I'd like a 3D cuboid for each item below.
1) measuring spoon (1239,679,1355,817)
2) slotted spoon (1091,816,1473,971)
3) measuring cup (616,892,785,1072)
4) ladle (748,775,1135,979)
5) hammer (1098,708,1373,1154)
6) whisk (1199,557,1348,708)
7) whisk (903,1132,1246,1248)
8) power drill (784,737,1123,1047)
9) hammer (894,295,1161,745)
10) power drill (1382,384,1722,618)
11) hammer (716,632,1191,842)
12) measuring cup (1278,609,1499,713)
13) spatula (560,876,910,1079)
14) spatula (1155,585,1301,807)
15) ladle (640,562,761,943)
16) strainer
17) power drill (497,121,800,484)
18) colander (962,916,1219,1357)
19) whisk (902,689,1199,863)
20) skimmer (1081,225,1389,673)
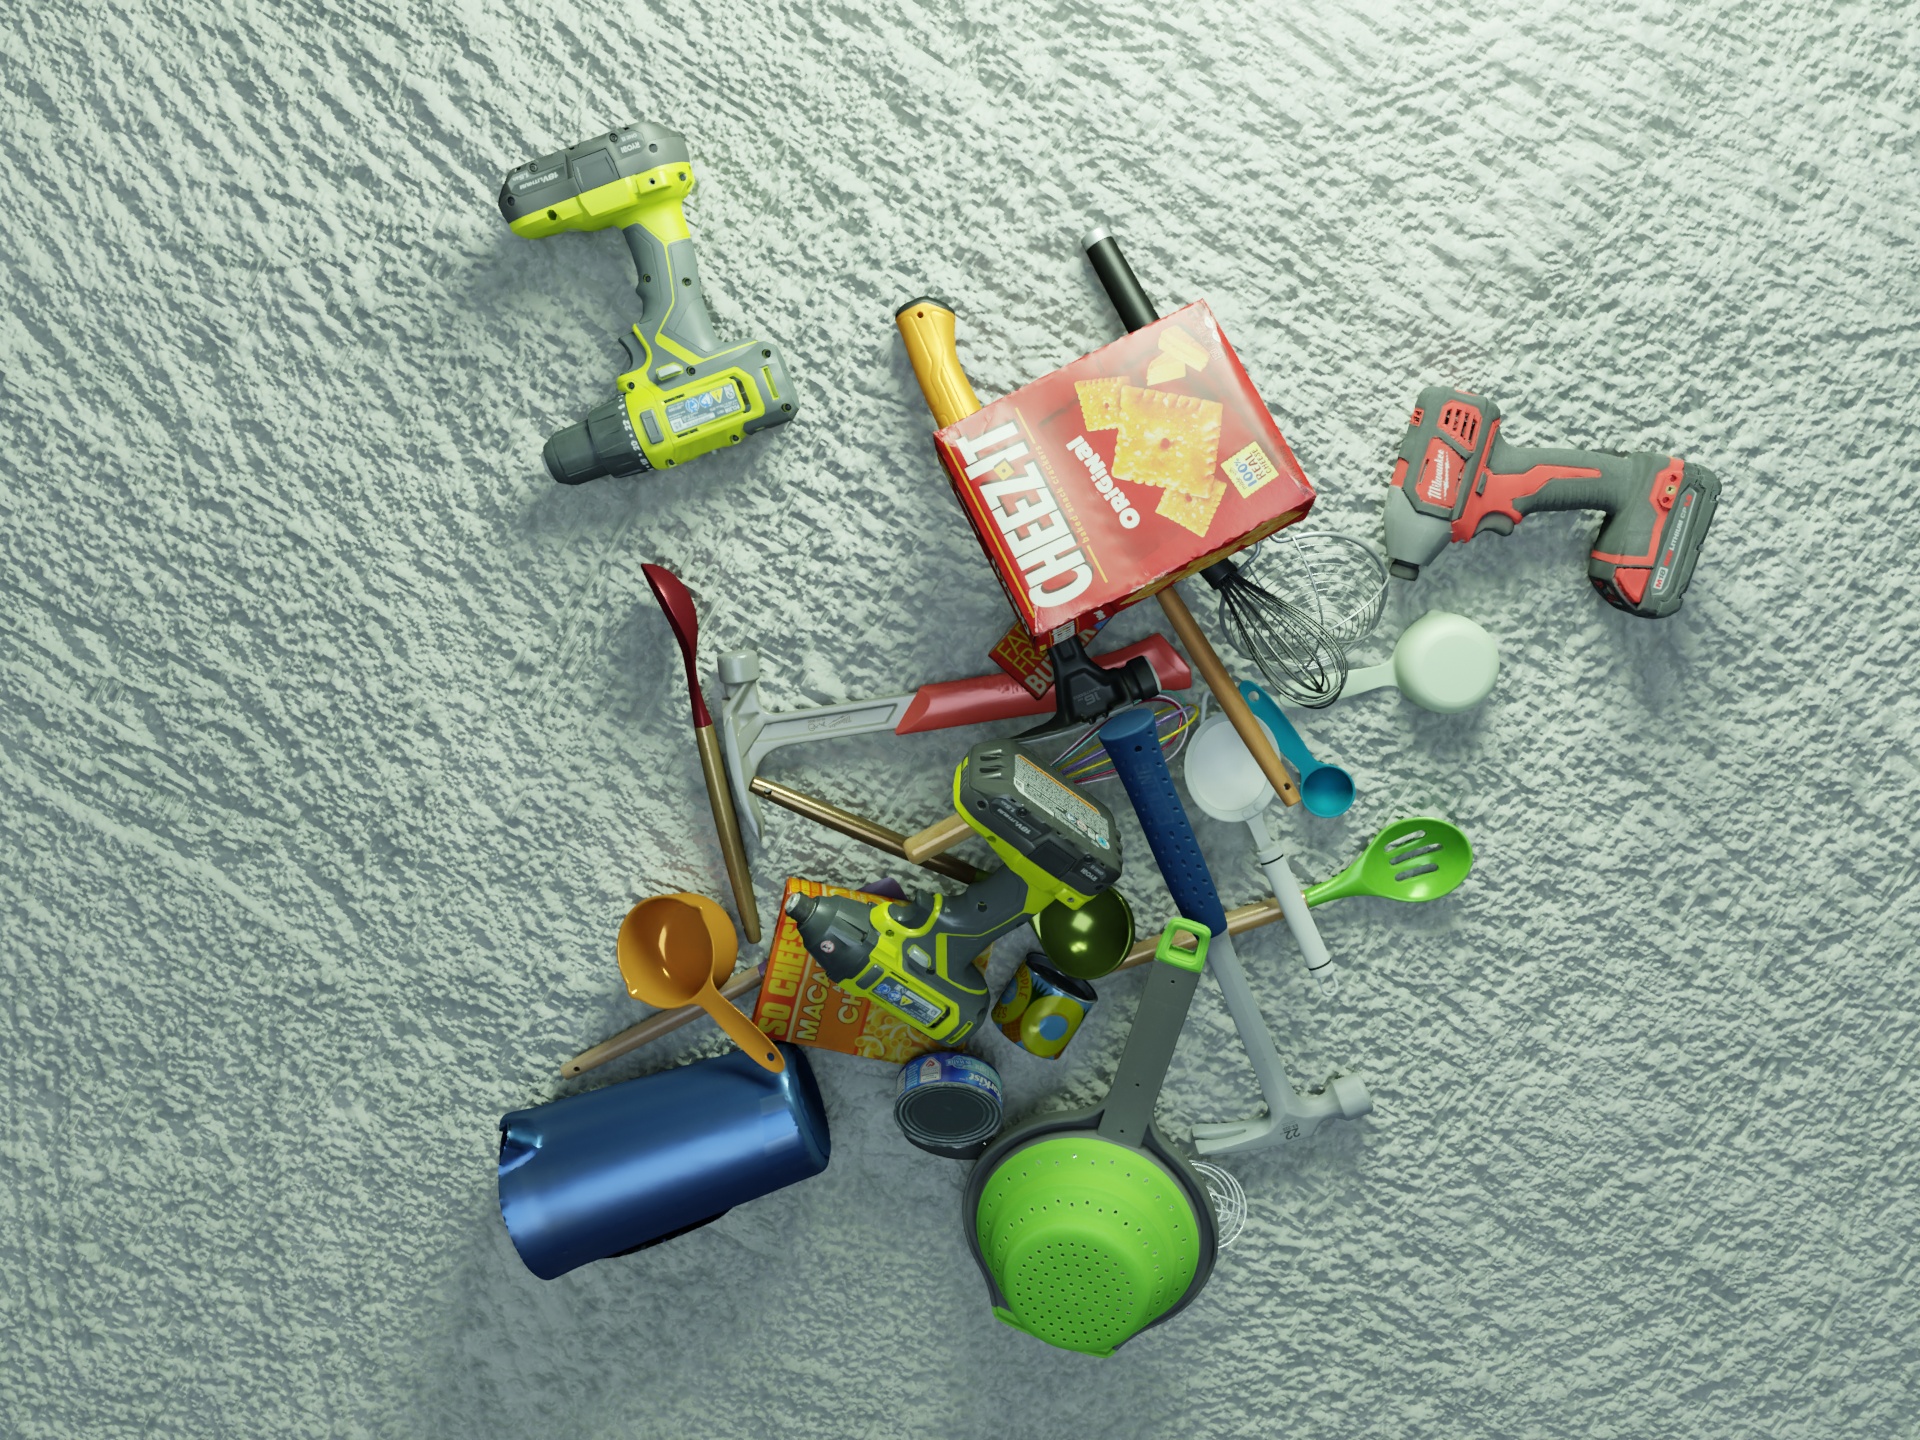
[{"bbox_3d":[0.259,0.019,1.237,0.042,0.021,0.128,-38,89,16],"label":"measuring spoon"},{"bbox_3d":[0.247,0.147,1.254,0.314,0.031,0.070,-20,100,6],"label":"slotted spoon"},{"bbox_3d":[-0.187,0.205,1.230,0.174,0.052,0.095,42,104,15],"label":"measuring cup"},{"bbox_3d":[-0.013,0.112,1.216,0.320,0.062,0.078,24,95,-11],"label":"ladle"},{"bbox_3d":[0.189,0.171,1.208,0.144,0.035,0.405,-22,114,6],"label":"hammer"},{"bbox_3d":[0.189,-0.104,1.134,0.055,0.055,0.239,-41,75,8],"label":"whisk"},{"bbox_3d":[0.092,0.363,1.285,0.284,0.070,0.070,14,101,3],"label":"whisk"},{"bbox_3d":[-0.006,0.125,1.151,0.171,0.080,0.223,35,116,-18],"label":"power drill"},{"bbox_3d":[0.023,-0.148,1.158,0.127,0.034,0.337,-23,87,-2],"label":"hammer"},{"bbox_3d":[0.424,-0.151,1.171,0.219,0.078,0.143,16,101,0],"label":"power drill"},{"bbox_3d":[-0.002,-0.004,1.222,0.359,0.037,0.149,-8,101,3],"label":"hammer"},{"bbox_3d":[0.328,-0.032,1.211,0.167,0.038,0.083,-13,101,1],"label":"measuring cup"},{"bbox_3d":[-0.181,0.216,1.275,0.316,0.018,0.059,-27,102,5],"label":"spatula"},{"bbox_3d":[0.165,-0.078,1.180,0.081,0.041,0.323,-30,85,-11],"label":"spatula"},{"bbox_3d":[-0.193,0.028,1.226,0.031,0.069,0.315,-16,107,-15],"label":"ladle"},{"bbox_3d":[0.232,0.096,1.222,0.087,0.050,0.258,-26,93,-21],"label":"strainer"},{"bbox_3d":[-0.242,-0.293,1.149,0.190,0.080,0.228,-19,103,4],"label":"power drill"},{"bbox_3d":[0.113,0.337,1.194,0.204,0.094,0.397,17,109,7],"label":"colander"},{"bbox_3d":[0.068,0.044,1.187,0.245,0.047,0.051,-27,138,-1],"label":"whisk"},{"bbox_3d":[0.192,-0.201,1.185,0.127,0.090,0.363,-30,89,18],"label":"skimmer"}]
